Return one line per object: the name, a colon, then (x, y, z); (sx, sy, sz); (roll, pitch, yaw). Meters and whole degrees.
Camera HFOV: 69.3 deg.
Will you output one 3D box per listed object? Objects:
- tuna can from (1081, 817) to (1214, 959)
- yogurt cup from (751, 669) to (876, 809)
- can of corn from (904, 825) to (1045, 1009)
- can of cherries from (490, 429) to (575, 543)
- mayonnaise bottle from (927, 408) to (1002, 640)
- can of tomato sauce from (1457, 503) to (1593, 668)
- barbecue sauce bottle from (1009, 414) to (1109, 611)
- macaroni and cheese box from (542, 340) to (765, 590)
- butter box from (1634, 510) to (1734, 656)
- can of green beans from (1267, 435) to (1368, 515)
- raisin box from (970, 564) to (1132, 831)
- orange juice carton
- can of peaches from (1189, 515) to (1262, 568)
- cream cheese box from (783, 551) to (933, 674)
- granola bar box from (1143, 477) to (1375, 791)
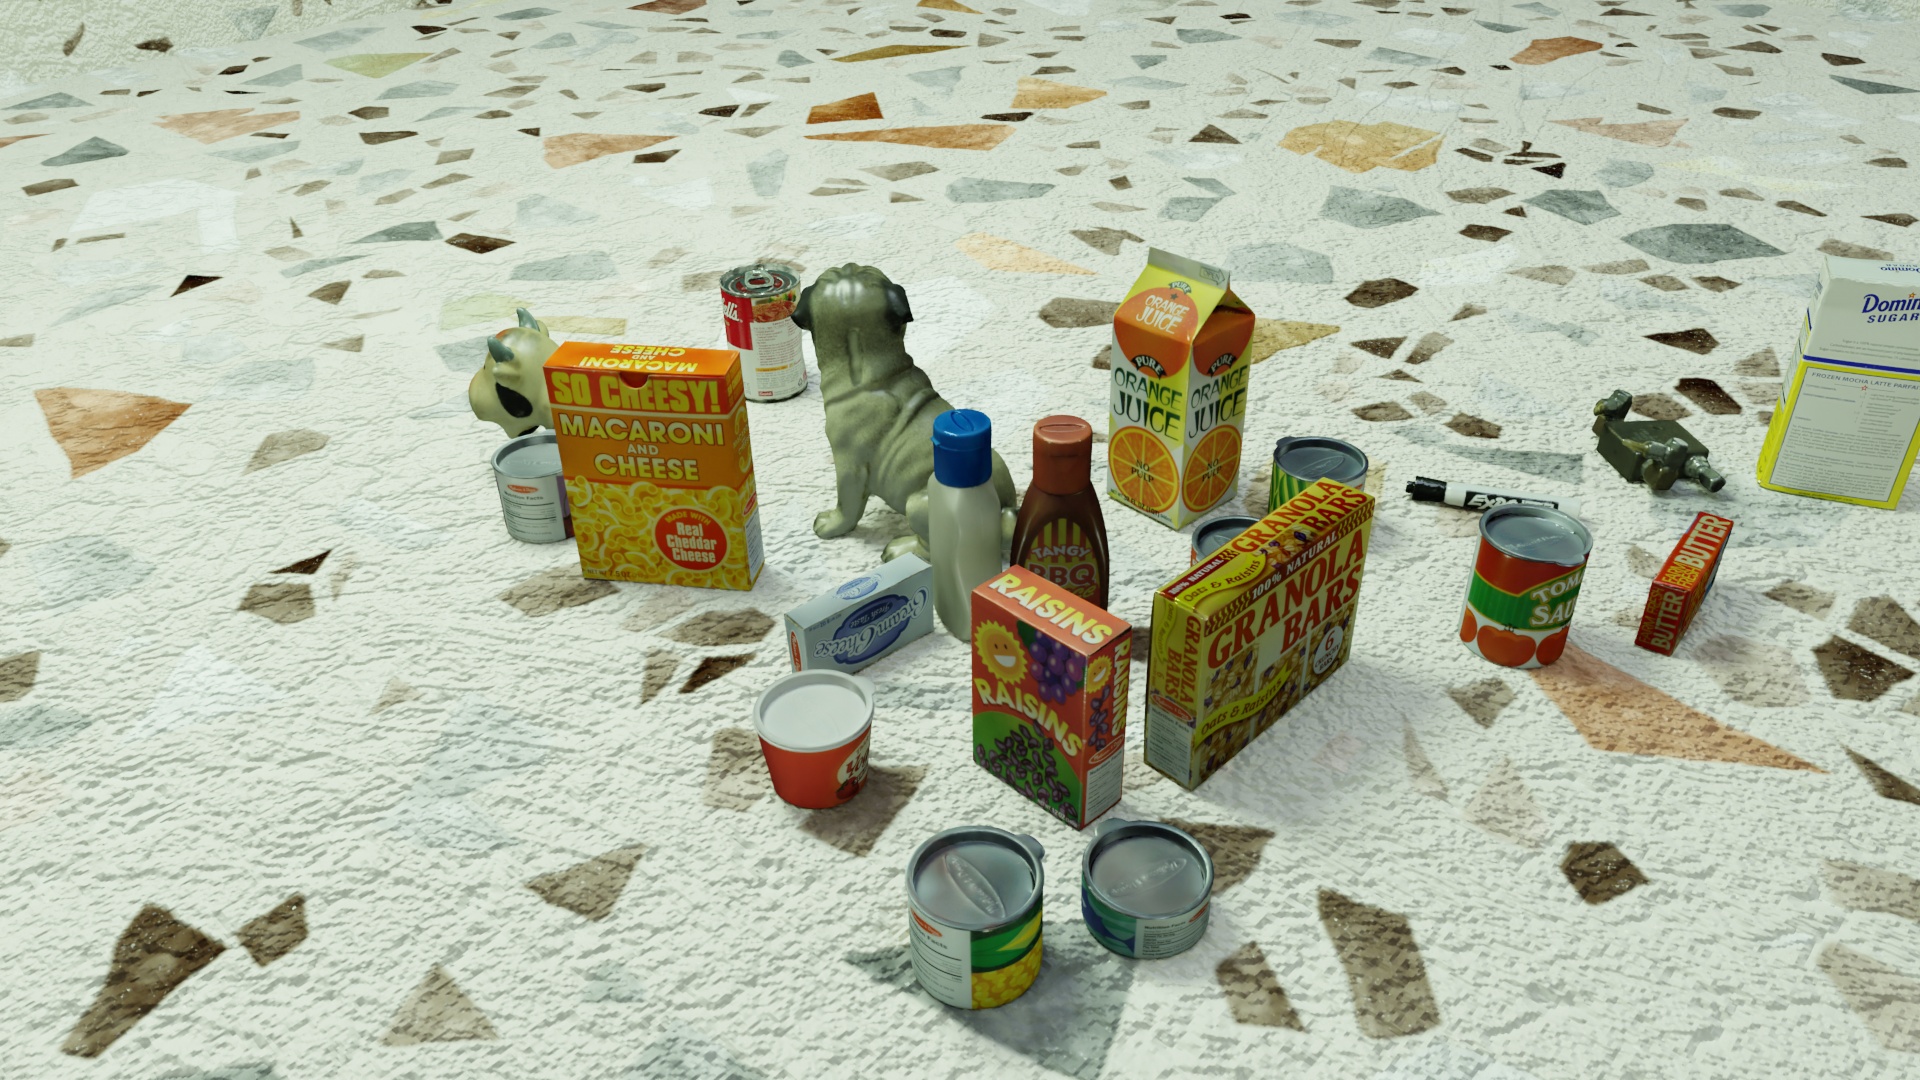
tuna can: (0.092, 0.175, 0.704); (0.071, 0.032, 0.071); (-1, 33, 1)
yogurt cup: (-0.081, 0.114, 0.784); (0.072, 0.053, 0.073); (-1, 33, 1)
can of corn: (0.009, 0.181, 0.674); (0.071, 0.058, 0.071); (-1, 33, 1)
can of cherries: (-0.305, -0.040, 1.023); (0.071, 0.058, 0.072); (-1, 33, 1)
mayonnaise bottle: (0.003, -0.011, 0.887); (0.041, 0.147, 0.065); (-14, 35, -19)
can of tomato sauce: (0.355, 0.030, 0.872); (0.071, 0.082, 0.071); (-1, 33, 1)
barbecue sauce bottle: (0.063, -0.007, 0.878); (0.065, 0.147, 0.044); (-1, 33, 1)
macaroni and cheese box: (-0.202, -0.048, 0.933); (0.124, 0.165, 0.040); (4, 33, 8)
butter box: (0.469, 0.027, 0.899); (0.024, 0.052, 0.104); (23, 40, 32)
can of green beans: (0.255, -0.034, 0.996); (0.071, 0.057, 0.071); (-1, 33, 1)
raisin box: (0.049, 0.085, 0.760); (0.040, 0.122, 0.086); (-29, 42, -35)
orange juice carton: (0.157, -0.113, 0.997); (0.073, 0.191, 0.072); (-27, 41, -34)
can of peaches: (0.180, 0.025, 0.907); (0.071, 0.057, 0.071); (-1, 33, 1)
cream cheese box: (-0.062, 0.052, 0.879); (0.104, 0.053, 0.024); (-27, 41, -33)
granola bar box: (0.173, 0.051, 0.808); (0.039, 0.123, 0.166); (28, 43, 37)
